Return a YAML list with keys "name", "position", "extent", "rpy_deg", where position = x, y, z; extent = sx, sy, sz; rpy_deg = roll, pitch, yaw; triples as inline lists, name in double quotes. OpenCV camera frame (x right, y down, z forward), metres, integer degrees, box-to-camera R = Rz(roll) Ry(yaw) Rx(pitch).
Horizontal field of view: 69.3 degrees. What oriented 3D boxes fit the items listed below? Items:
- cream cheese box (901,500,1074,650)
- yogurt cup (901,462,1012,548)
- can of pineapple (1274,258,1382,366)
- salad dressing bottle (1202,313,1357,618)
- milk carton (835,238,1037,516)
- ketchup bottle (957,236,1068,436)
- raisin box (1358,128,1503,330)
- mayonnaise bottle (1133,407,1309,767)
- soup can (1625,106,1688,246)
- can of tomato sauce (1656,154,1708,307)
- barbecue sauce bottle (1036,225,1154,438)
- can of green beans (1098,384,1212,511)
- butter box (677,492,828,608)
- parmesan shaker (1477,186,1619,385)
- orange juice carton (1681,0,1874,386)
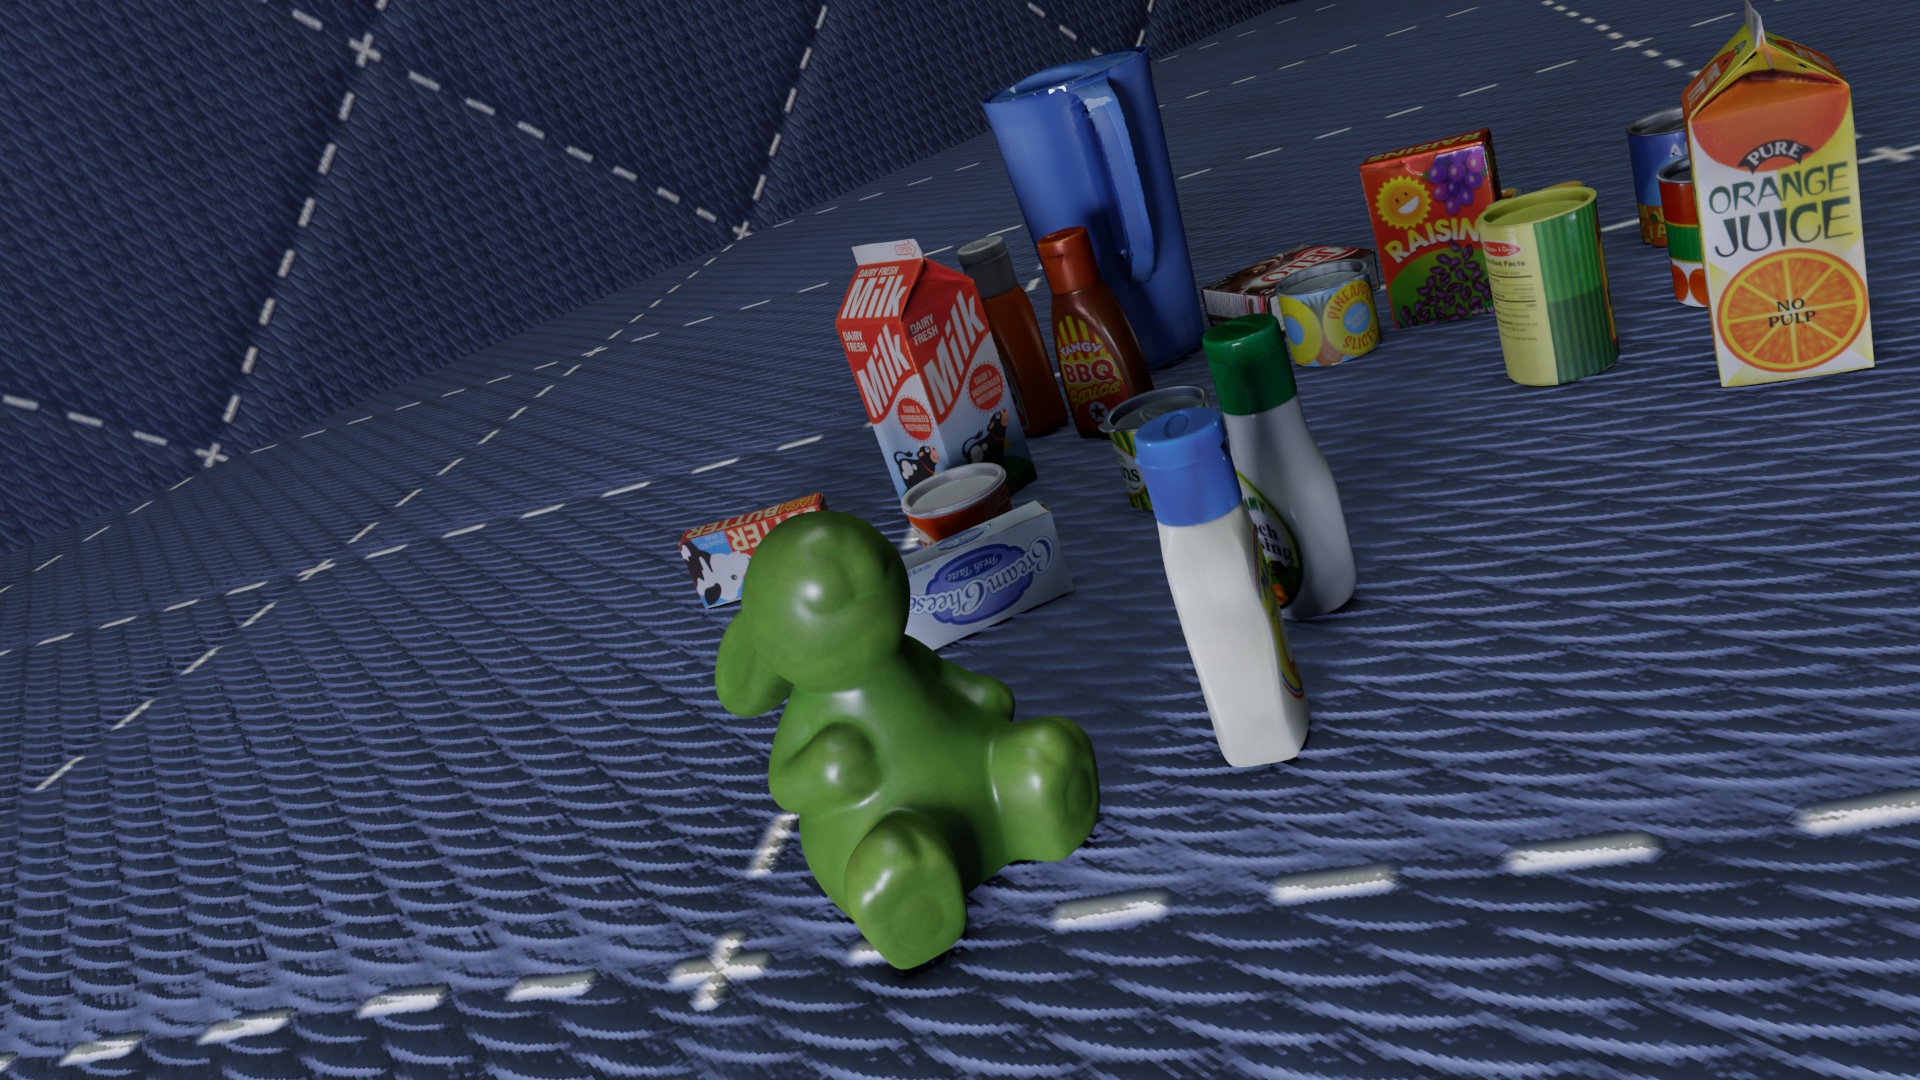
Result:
- name: "cream cheese box"
  position: [0.009, 0.022, 0.785]
  extent: [0.104, 0.053, 0.024]
  rpy_deg: [-23, 21, -9]
- name: "yogurt cup"
  position: [0.003, -0.011, 0.867]
  extent: [0.072, 0.053, 0.073]
  rpy_deg: [-17, 22, 7]
- name: "can of pineapple"
  position: [0.267, -0.164, 1.003]
  extent: [0.071, 0.057, 0.071]
  rpy_deg: [-17, 22, 7]
- name: "salad dressing bottle"
  position: [0.152, -0.035, 0.671]
  extent: [0.044, 0.147, 0.064]
  rpy_deg: [-25, 22, -14]
- name: "milk carton"
  position: [-0.021, -0.112, 0.945]
  extent: [0.074, 0.190, 0.072]
  rpy_deg: [-35, 26, -34]
- name: "ketchup bottle"
  position: [0.038, -0.154, 1.051]
  extent: [0.043, 0.148, 0.065]
  rpy_deg: [-25, 22, -12]
- name: "raisin box"
  position: [0.339, -0.218, 0.981]
  extent: [0.086, 0.123, 0.040]
  rpy_deg: [-6, 25, 32]
- name: "mayonnaise bottle"
  position: [0.109, 0.018, 0.579]
  extent: [0.041, 0.147, 0.065]
  rpy_deg: [-13, 22, 18]
- name: "soup can"
  position: [0.514, -0.258, 0.981]
  extent: [0.071, 0.083, 0.071]
  rpy_deg: [-17, 21, 7]
- name: "can of tomato sauce"
  position: [0.476, -0.197, 0.869]
  extent: [0.071, 0.082, 0.071]
  rpy_deg: [-17, 21, 7]
- name: "barbecue sauce bottle"
  position: [0.093, -0.147, 0.988]
  extent: [0.065, 0.148, 0.044]
  rpy_deg: [-1, 28, 40]
- name: "can of green beans"
  position: [0.129, -0.058, 0.867]
  extent: [0.071, 0.057, 0.071]
  rpy_deg: [-17, 22, 7]
- name: "butter box"
  position: [-0.133, 0.007, 0.942]
  extent: [0.103, 0.053, 0.024]
  rpy_deg: [-16, 22, 10]
- name: "parmesan shaker"
  position: [0.356, -0.154, 0.842]
  extent: [0.071, 0.102, 0.071]
  rpy_deg: [-17, 21, 7]
- name: "orange juice carton"
  position: [0.428, -0.185, 0.733]
  extent: [0.073, 0.192, 0.072]
  rpy_deg: [-8, 24, 28]
